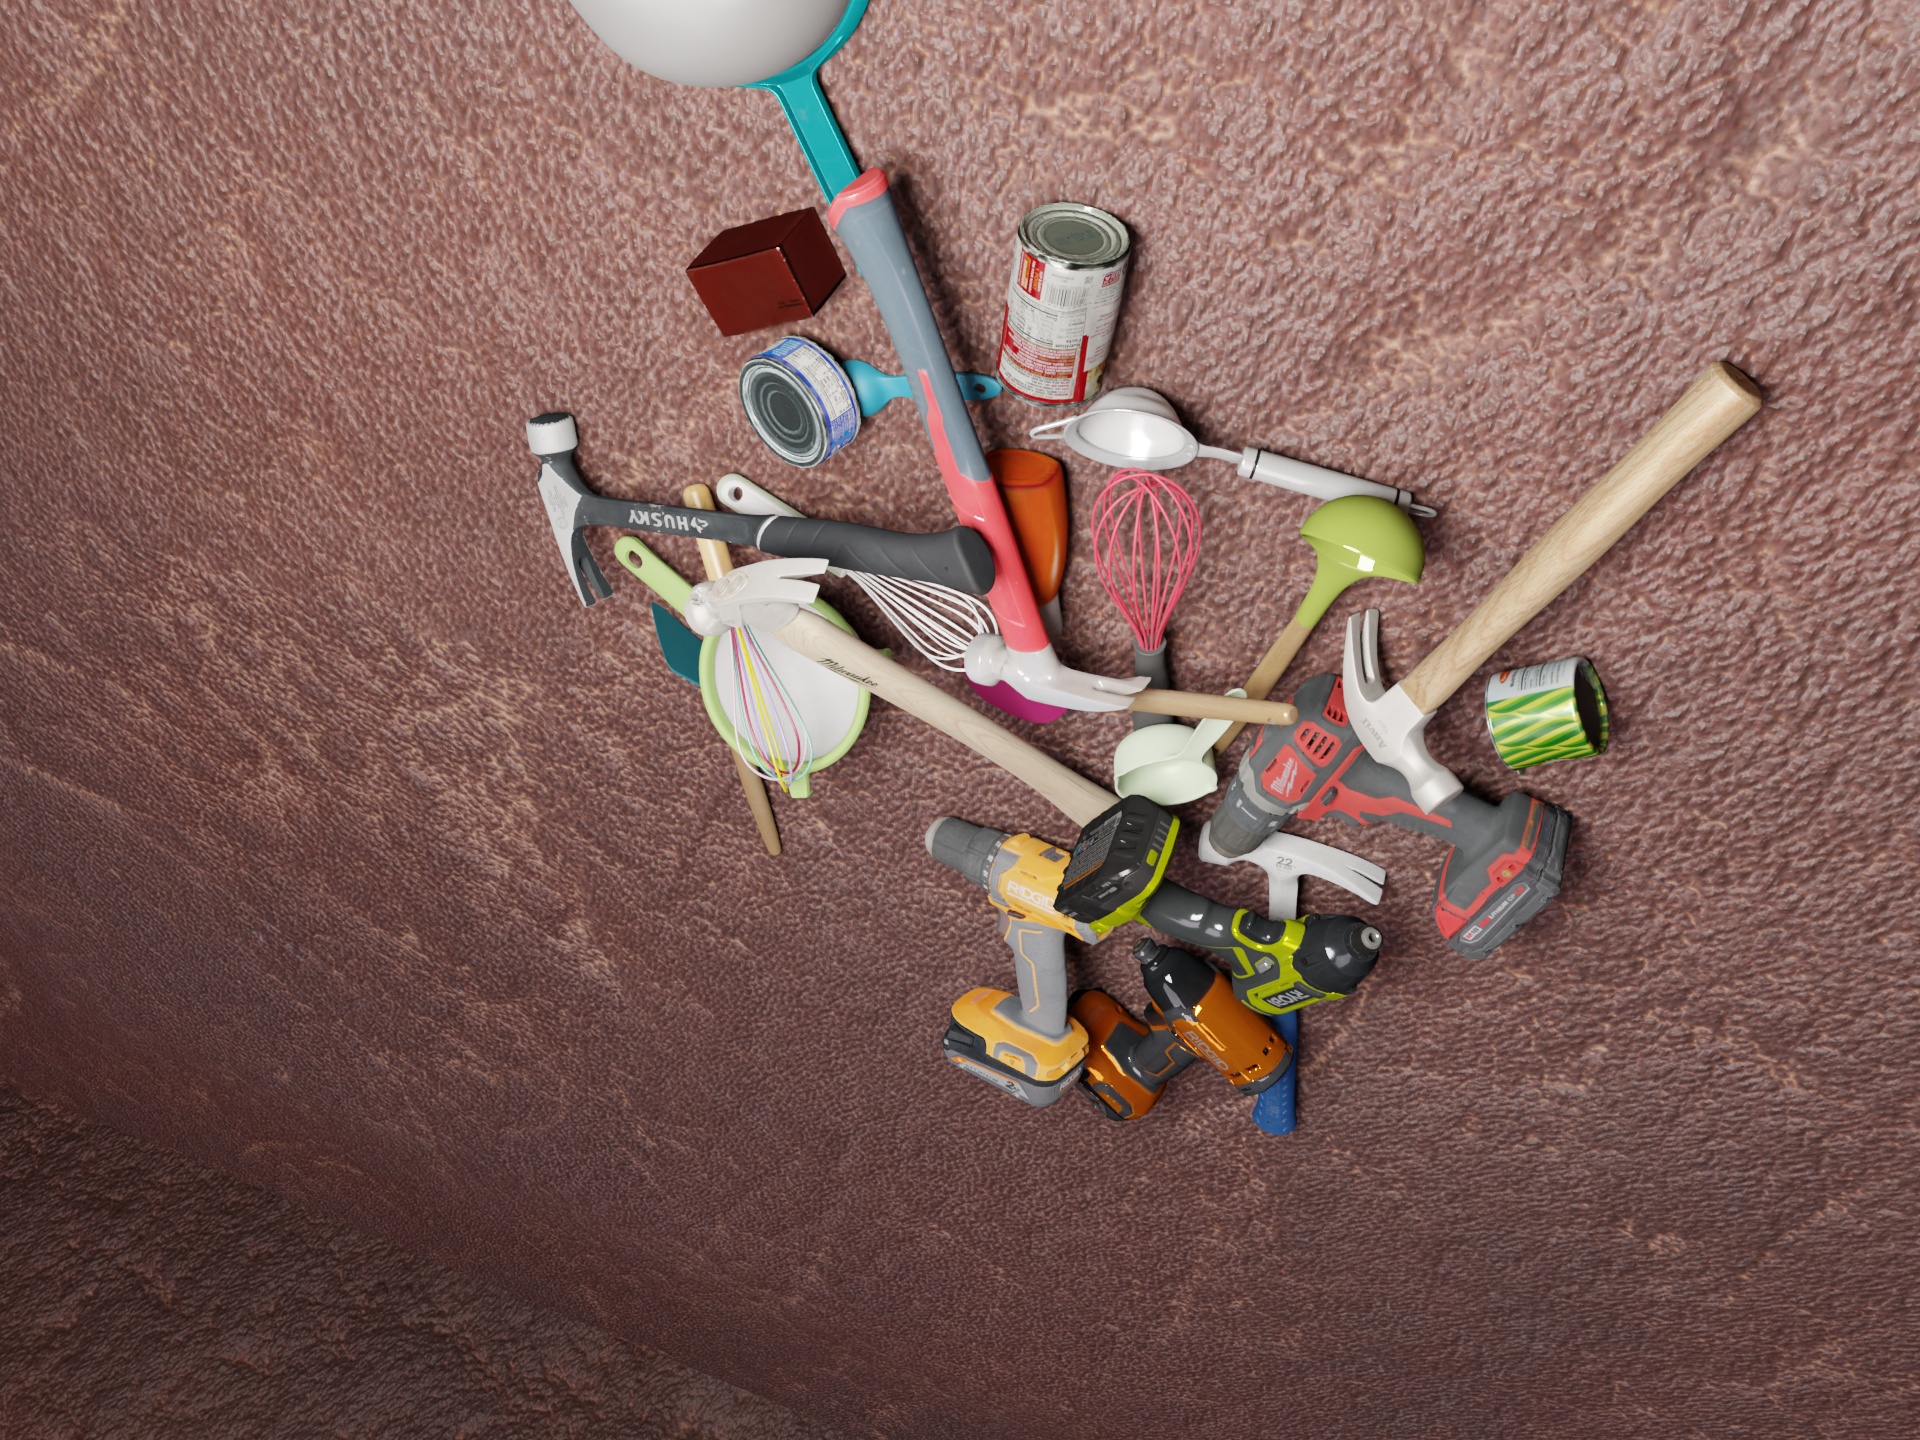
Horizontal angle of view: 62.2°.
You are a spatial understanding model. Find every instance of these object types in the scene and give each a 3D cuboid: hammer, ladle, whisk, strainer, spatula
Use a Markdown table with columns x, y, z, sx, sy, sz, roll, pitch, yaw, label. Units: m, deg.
| x | y | z | sx | sy | sz | roll | pitch | yaw | label |
| --- | --- | --- | --- | --- | --- | --- | --- | --- | --- |
| 0.013 | -0.164 | 1.016 | 0.143 | 0.038 | 0.385 | 14 | 139 | 39 | hammer |
| 0.220 | -0.045 | 1.074 | 0.078 | 0.062 | 0.320 | 24 | 148 | 1 | ladle |
| -0.152 | -0.131 | 1.135 | 0.409 | 0.036 | 0.149 | 12 | 121 | 33 | hammer |
| -0.077 | -0.113 | 1.192 | 0.246 | 0.059 | 0.058 | 32 | 102 | 0 | whisk |
| -0.166 | -0.062 | 1.215 | 0.051 | 0.047 | 0.245 | -15 | 93 | 27 | whisk |
| -0.002 | -0.004 | 1.174 | 0.410 | 0.038 | 0.146 | 31 | 157 | -34 | hammer |
| -0.130 | -0.382 | 0.892 | 0.211 | 0.095 | 0.340 | -5 | 129 | 33 | strainer |
| 0.132 | -0.066 | 1.109 | 0.073 | 0.073 | 0.295 | 12 | 147 | 17 | whisk |
| -0.168 | -0.069 | 1.277 | 0.256 | 0.069 | 0.151 | 39 | 115 | 12 | strainer |
| 0.347 | -0.086 | 0.967 | 0.130 | 0.031 | 0.331 | 55 | 136 | 21 | hammer |
| 0.174 | -0.166 | 1.001 | 0.258 | 0.050 | 0.087 | 17 | 167 | 3 | strainer |
| 0.283 | 0.239 | 1.379 | 0.144 | 0.035 | 0.405 | 10 | 138 | 19 | hammer |
| -0.206 | 0.024 | 1.408 | 0.044 | 0.082 | 0.317 | -18 | 138 | -6 | spatula |

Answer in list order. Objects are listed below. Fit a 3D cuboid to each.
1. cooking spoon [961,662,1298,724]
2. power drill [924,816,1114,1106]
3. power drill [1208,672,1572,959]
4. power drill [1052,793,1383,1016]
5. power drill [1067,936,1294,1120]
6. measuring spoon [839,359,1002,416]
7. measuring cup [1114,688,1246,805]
| x | y | z | sx | sy | sz | roll | pitch | yaw | label |
| --- | --- | --- | --- | --- | --- | --- | --- | --- | --- |
| 0.112 | -0.017 | 1.146 | 0.319 | 0.017 | 0.068 | 8 | 141 | 49 | cooking spoon |
| 0.040 | 0.200 | 1.386 | 0.185 | 0.084 | 0.226 | 22 | 118 | 29 | power drill |
| 0.304 | 0.080 | 1.164 | 0.226 | 0.080 | 0.187 | 30 | 137 | 2 | power drill |
| 0.199 | 0.147 | 1.216 | 0.223 | 0.080 | 0.171 | 27 | 154 | -8 | power drill |
| 0.169 | 0.273 | 1.419 | 0.164 | 0.084 | 0.226 | 45 | 144 | -7 | power drill |
| -0.033 | -0.220 | 1.069 | 0.129 | 0.021 | 0.042 | 6 | 136 | 26 | measuring spoon |
| 0.166 | 0.009 | 1.155 | 0.083 | 0.038 | 0.167 | 7 | 147 | -16 | measuring cup |
